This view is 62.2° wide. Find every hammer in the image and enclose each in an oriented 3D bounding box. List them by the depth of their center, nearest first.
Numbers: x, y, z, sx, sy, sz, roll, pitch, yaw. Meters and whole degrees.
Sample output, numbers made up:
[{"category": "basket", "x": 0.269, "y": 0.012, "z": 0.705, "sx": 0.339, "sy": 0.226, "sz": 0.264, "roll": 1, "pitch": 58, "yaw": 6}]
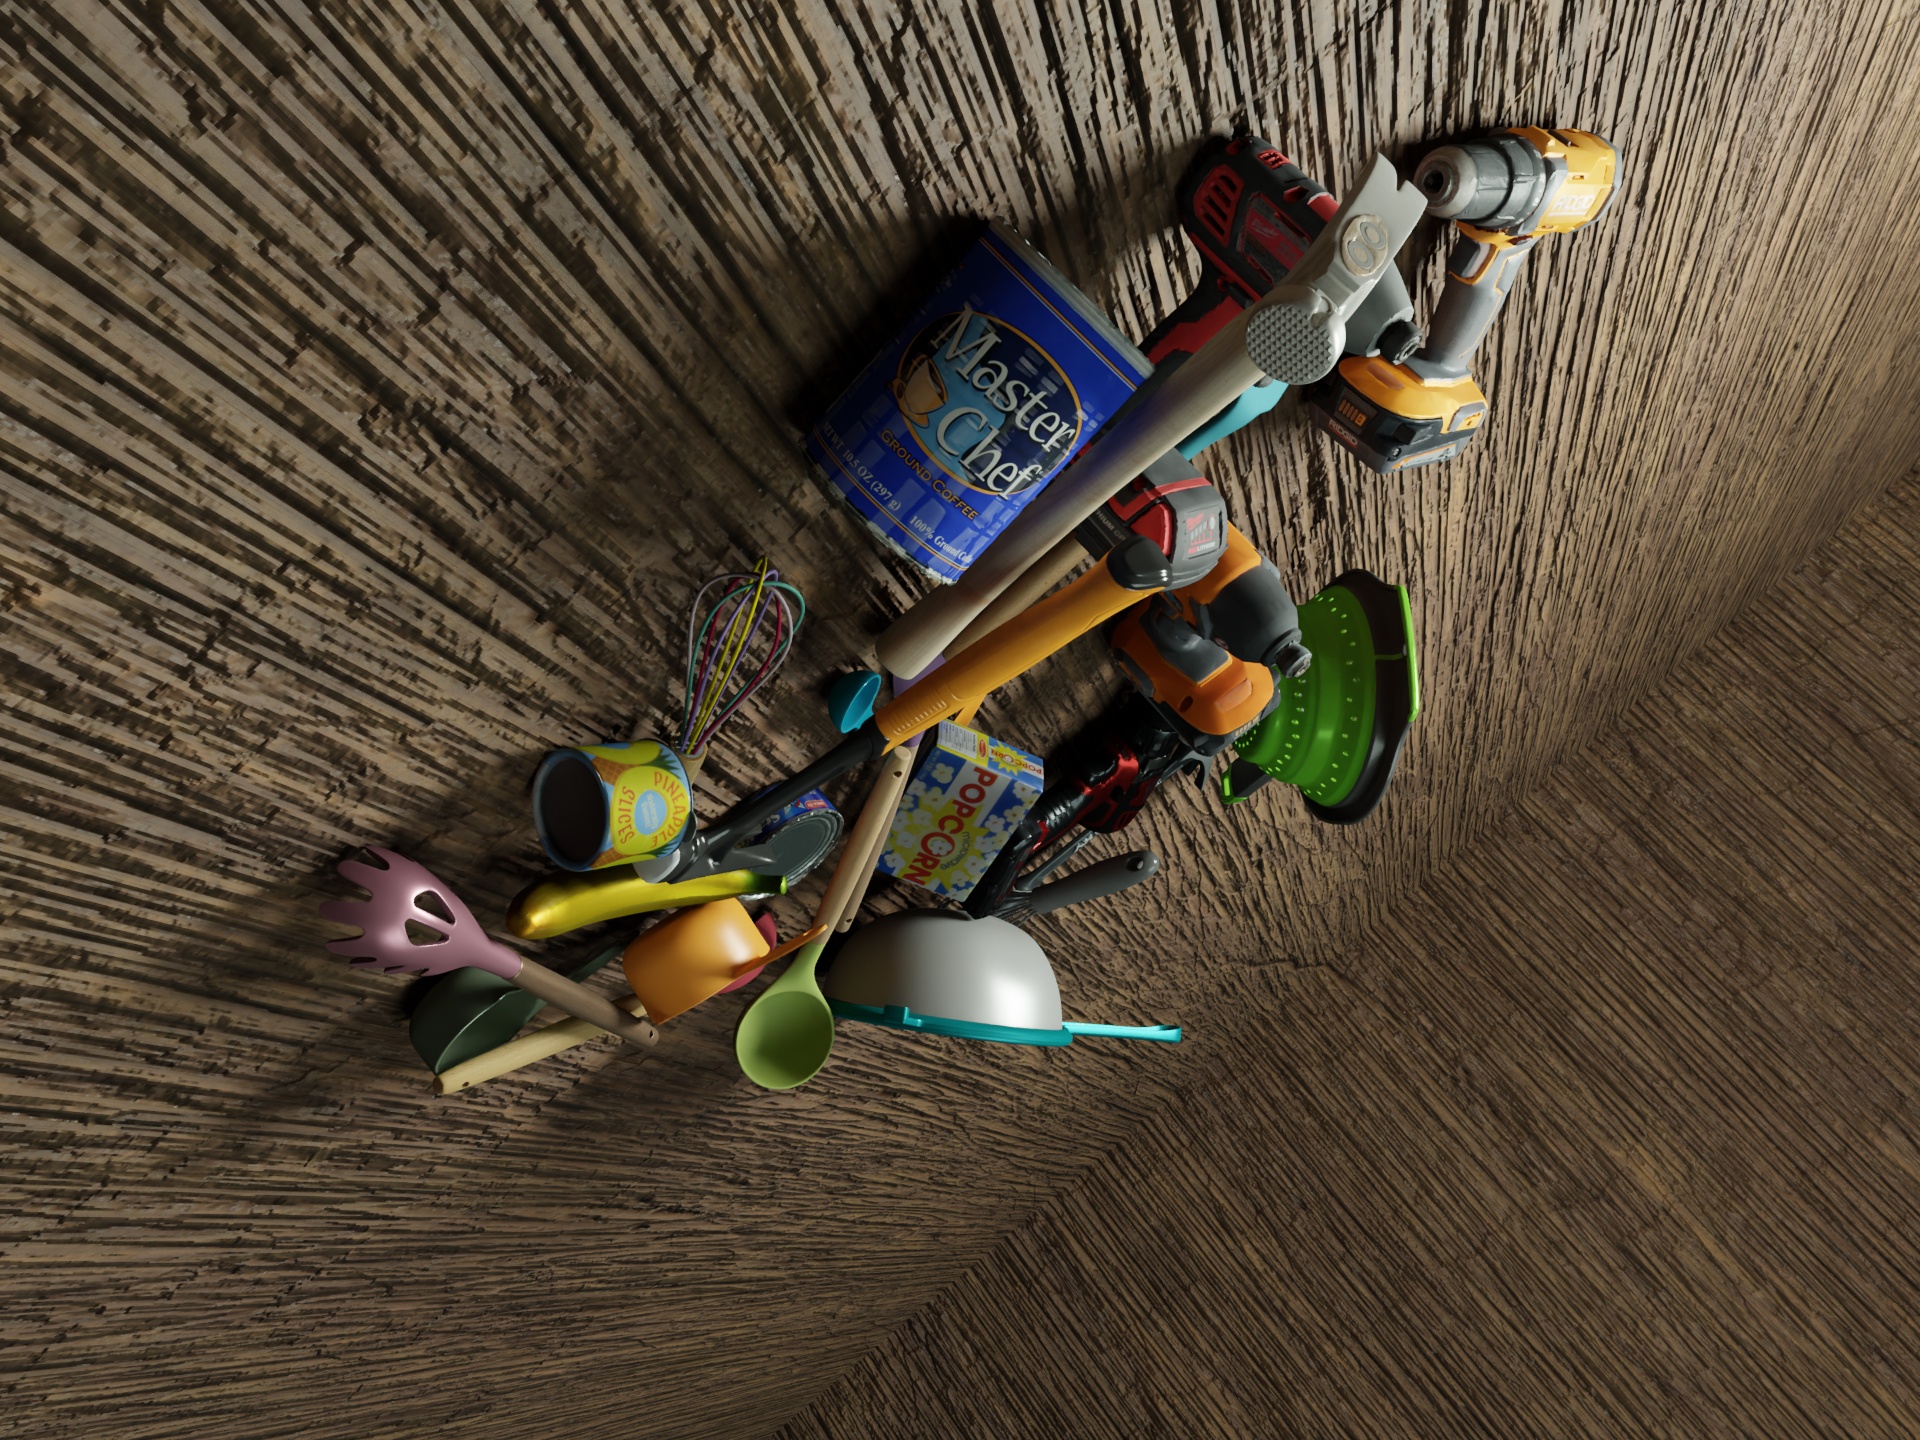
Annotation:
[{"category": "hammer", "x": 0.070, "y": -0.126, "z": 0.811, "sx": 0.410, "sy": 0.038, "sz": 0.146, "roll": -37, "pitch": -165, "yaw": 52}, {"category": "hammer", "x": -0.027, "y": -0.001, "z": 0.884, "sx": 0.337, "sy": 0.034, "sz": 0.127, "roll": -32, "pitch": 168, "yaw": 21}, {"category": "hammer", "x": 0.073, "y": 0.139, "z": 1.446, "sx": 0.409, "sy": 0.036, "sz": 0.149, "roll": -39, "pitch": 158, "yaw": -2}]

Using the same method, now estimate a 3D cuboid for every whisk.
[{"category": "whisk", "x": -0.141, "y": -0.002, "z": 0.872, "sx": 0.051, "sy": 0.047, "sz": 0.244, "roll": -7, "pitch": 146, "yaw": -33}, {"category": "whisk", "x": 0.067, "y": 0.147, "z": 1.326, "sx": 0.239, "sy": 0.055, "sz": 0.055, "roll": -24, "pitch": 169, "yaw": 36}]

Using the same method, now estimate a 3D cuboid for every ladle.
[{"category": "ladle", "x": -0.219, "y": 0.188, "z": 1.047, "sx": 0.315, "sy": 0.031, "sz": 0.069, "roll": -15, "pitch": 142, "yaw": -57}, {"category": "ladle", "x": -0.090, "y": 0.144, "z": 1.113, "sx": 0.078, "sy": 0.062, "sz": 0.320, "roll": 5, "pitch": 131, "yaw": -26}]

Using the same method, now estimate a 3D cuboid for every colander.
[{"category": "colander", "x": 0.255, "y": 0.005, "z": 1.337, "sx": 0.094, "sy": 0.205, "sz": 0.397, "roll": 2, "pitch": 162, "yaw": -10}]

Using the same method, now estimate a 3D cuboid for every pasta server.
[{"category": "pasta server", "x": -0.250, "y": 0.145, "z": 0.906, "sx": 0.316, "sy": 0.040, "sz": 0.060, "roll": 57, "pitch": 45, "yaw": -62}]

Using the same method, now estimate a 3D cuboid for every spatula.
[{"category": "spatula", "x": 0.104, "y": -0.148, "z": 0.974, "sx": 0.317, "sy": 0.044, "sz": 0.082, "roll": -42, "pitch": 148, "yaw": 9}, {"category": "spatula", "x": -0.044, "y": 0.033, "z": 1.067, "sx": 0.059, "sy": 0.018, "sz": 0.315, "roll": -6, "pitch": 135, "yaw": -31}]

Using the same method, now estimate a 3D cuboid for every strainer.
[{"category": "strainer", "x": 0.045, "y": 0.209, "z": 1.300, "sx": 0.340, "sy": 0.095, "sz": 0.211, "roll": 11, "pitch": 172, "yaw": -28}]

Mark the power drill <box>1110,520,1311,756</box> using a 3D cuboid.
[{"category": "power drill", "x": 0.170, "y": -0.059, "z": 1.079, "sx": 0.084, "sy": 0.164, "sz": 0.226, "roll": -37, "pitch": 158, "yaw": -8}]

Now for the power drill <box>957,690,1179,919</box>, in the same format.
[{"category": "power drill", "x": 0.089, "y": 0.046, "z": 1.255, "sx": 0.226, "sy": 0.080, "sz": 0.187, "roll": -25, "pitch": 153, "yaw": -38}]

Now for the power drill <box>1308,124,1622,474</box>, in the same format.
[{"category": "power drill", "x": 0.313, "y": -0.272, "z": 1.023, "sx": 0.185, "sy": 0.084, "sz": 0.226, "roll": -17, "pitch": 143, "yaw": -42}]

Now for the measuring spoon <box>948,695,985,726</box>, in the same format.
[{"category": "measuring spoon", "x": -0.002, "y": -0.004, "z": 1.115, "sx": 0.021, "sy": 0.011, "sz": 0.117, "roll": -13, "pitch": 149, "yaw": -42}]

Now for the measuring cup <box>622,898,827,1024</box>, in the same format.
[{"category": "measuring cup", "x": -0.146, "y": 0.133, "z": 0.989, "sx": 0.173, "sy": 0.052, "sz": 0.095, "roll": -29, "pitch": -176, "yaw": 44}]

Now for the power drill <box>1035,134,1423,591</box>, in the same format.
[{"category": "power drill", "x": 0.139, "y": -0.179, "z": 0.848, "sx": 0.078, "sy": 0.143, "sz": 0.219, "roll": -20, "pitch": 152, "yaw": -48}]

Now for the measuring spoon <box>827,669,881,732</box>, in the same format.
[{"category": "measuring spoon", "x": -0.069, "y": -0.001, "z": 1.013, "sx": 0.042, "sy": 0.021, "sz": 0.128, "roll": -54, "pitch": 169, "yaw": -16}]

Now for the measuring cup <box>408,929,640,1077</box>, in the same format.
[{"category": "measuring cup", "x": -0.266, "y": 0.158, "z": 0.979, "sx": 0.167, "sy": 0.038, "sz": 0.083, "roll": -32, "pitch": 160, "yaw": -50}]
